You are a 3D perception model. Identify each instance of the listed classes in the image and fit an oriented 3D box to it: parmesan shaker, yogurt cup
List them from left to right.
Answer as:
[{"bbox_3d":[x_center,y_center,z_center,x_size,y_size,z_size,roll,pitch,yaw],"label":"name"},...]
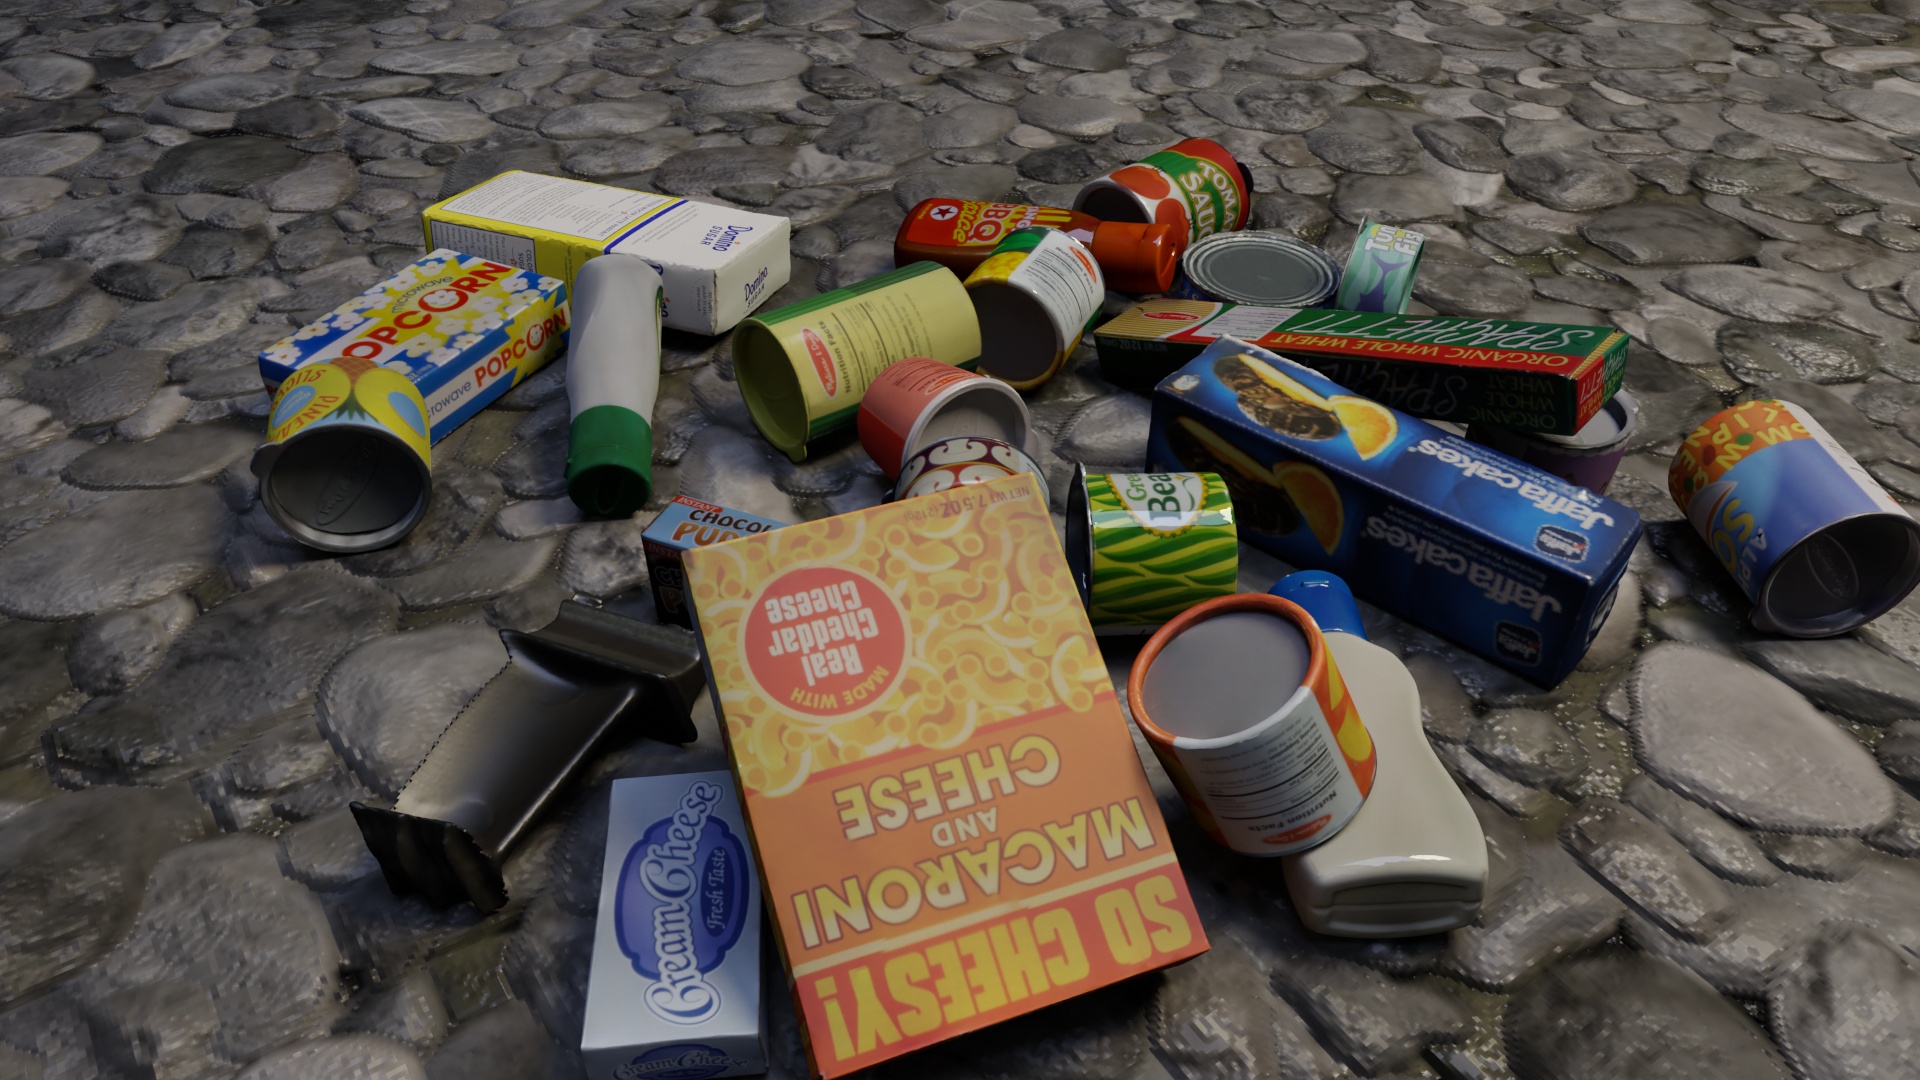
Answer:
[{"bbox_3d":[-0.048,-0.088,0.673,0.103,0.071,0.071,-25,46,-30],"label":"parmesan shaker"},{"bbox_3d":[-0.010,-0.049,0.626,0.072,0.072,0.054,-23,37,-27],"label":"yogurt cup"}]

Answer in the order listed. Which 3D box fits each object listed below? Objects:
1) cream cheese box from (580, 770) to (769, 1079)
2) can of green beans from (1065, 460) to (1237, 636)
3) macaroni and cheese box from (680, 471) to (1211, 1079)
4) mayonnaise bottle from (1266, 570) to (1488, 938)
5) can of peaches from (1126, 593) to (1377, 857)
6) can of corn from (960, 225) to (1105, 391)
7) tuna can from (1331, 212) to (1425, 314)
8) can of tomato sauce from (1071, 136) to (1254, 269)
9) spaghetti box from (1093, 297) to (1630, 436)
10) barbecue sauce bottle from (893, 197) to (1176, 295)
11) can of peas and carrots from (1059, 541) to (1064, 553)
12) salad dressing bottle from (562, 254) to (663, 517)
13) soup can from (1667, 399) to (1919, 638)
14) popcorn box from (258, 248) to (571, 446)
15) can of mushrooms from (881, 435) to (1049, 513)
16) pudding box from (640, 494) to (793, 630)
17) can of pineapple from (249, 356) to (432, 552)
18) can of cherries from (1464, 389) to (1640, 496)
[{"bbox_3d":[-0.089,0.121,0.444,0.053,0.024,0.104,-4,39,-5],"label":"cream cheese box"},{"bbox_3d":[0.075,0.005,0.558,0.058,0.071,0.071,-1,39,-4],"label":"can of green beans"},{"bbox_3d":[-0.009,0.070,0.444,0.124,0.040,0.167,-13,68,-14],"label":"macaroni and cheese box"},{"bbox_3d":[0.139,0.071,0.501,0.065,0.041,0.149,-2,38,2],"label":"mayonnaise bottle"},{"bbox_3d":[0.094,0.058,0.455,0.071,0.058,0.071,-21,36,16],"label":"can of peaches"},{"bbox_3d":[0.032,-0.117,0.710,0.071,0.070,0.058,17,42,18],"label":"can of corn"},{"bbox_3d":[0.220,-0.135,0.733,0.033,0.070,0.071,18,42,17],"label":"tuna can"},{"bbox_3d":[0.116,-0.187,0.795,0.083,0.070,0.071,-31,49,-33],"label":"can of tomato sauce"},{"bbox_3d":[0.172,-0.085,0.642,0.250,0.028,0.050,14,38,44],"label":"spaghetti box"},{"bbox_3d":[0.042,-0.158,0.760,0.148,0.043,0.065,9,44,22],"label":"barbecue sauce bottle"},{"bbox_3d":[0.004,0.027,0.535,0.071,0.058,0.071,1,38,-1],"label":"can of peas and carrots"},{"bbox_3d":[-0.164,-0.075,0.657,0.044,0.064,0.148,10,44,-21],"label":"salad dressing bottle"},{"bbox_3d":[0.348,-0.009,0.589,0.071,0.071,0.084,-2,38,-4],"label":"soup can"},{"bbox_3d":[-0.267,-0.096,0.693,0.085,0.038,0.127,17,42,20],"label":"popcorn box"},{"bbox_3d":[0.002,-0.007,0.573,0.071,0.070,0.034,1,40,-1],"label":"can of mushrooms"},{"bbox_3d":[-0.081,0.016,0.553,0.084,0.049,0.030,15,43,16],"label":"pudding box"},{"bbox_3d":[-0.265,-0.039,0.599,0.071,0.070,0.058,-11,40,-15],"label":"can of pineapple"},{"bbox_3d":[0.262,-0.037,0.624,0.071,0.058,0.072,1,38,-1],"label":"can of cherries"}]
